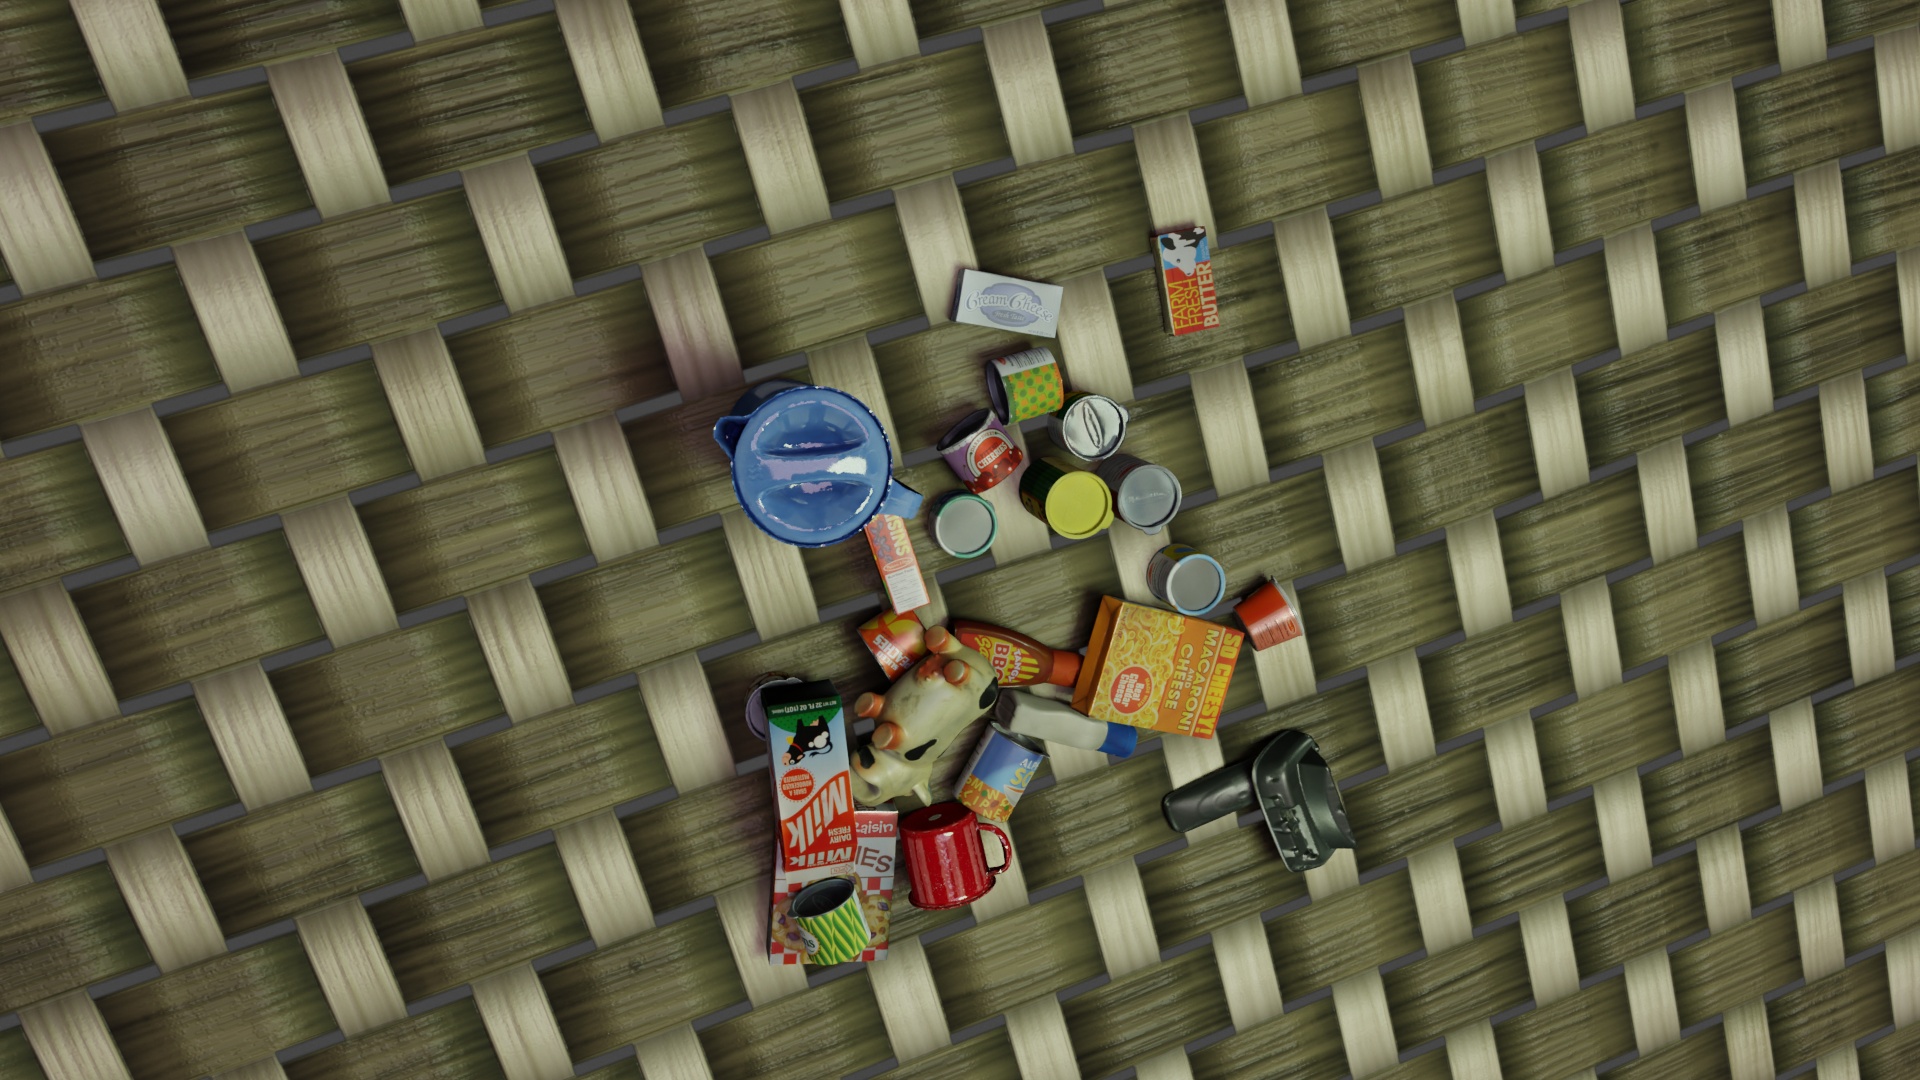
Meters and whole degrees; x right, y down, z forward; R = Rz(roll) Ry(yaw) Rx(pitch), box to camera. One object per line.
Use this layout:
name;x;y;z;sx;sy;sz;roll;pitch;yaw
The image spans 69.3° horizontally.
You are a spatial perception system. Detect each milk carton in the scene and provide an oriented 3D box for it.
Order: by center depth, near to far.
milk carton;-0.145;0.238;1.345;0.072;0.073;0.190;-7;99;-13

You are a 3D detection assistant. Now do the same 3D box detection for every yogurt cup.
yogurt cup;0.325;0.082;1.476;0.054;0.072;0.072;-28;106;2

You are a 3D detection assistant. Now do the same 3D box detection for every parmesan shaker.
parmesan shaker;0.104;-0.042;1.377;0.071;0.103;0.071;-2;101;-13

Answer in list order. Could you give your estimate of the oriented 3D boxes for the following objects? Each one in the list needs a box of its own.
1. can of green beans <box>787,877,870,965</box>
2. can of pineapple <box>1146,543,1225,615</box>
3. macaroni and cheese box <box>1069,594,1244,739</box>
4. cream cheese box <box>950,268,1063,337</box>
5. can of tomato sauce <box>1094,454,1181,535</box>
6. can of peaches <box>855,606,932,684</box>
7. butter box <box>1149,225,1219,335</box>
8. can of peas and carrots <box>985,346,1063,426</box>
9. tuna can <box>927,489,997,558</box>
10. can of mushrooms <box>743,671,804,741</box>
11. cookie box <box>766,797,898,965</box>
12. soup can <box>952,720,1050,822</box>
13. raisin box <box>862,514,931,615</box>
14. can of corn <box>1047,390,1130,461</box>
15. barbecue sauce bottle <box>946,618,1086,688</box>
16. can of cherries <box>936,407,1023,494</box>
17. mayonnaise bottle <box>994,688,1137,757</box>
can of green beans;-0.128;0.378;1.376;0.071;0.071;0.057;-19;106;-9
can of pineapple;0.237;0.041;1.448;0.071;0.058;0.071;-3;101;-13
macaroni and cheese box;0.206;0.133;1.447;0.166;0.040;0.123;14;94;-31
cream cheese box;0.046;-0.233;1.368;0.104;0.024;0.053;7;97;-15
can of tomato sauce;0.177;-0.048;1.404;0.071;0.083;0.071;-3;102;-13
can of peaches;-0.062;0.100;1.380;0.058;0.071;0.071;-33;106;-7
butter box;0.228;-0.262;1.407;0.053;0.024;0.103;-14;103;-10
can of peas and carrots;0.063;-0.150;1.367;0.059;0.071;0.070;-17;104;-10
tuna can;0.005;-0.017;1.394;0.071;0.033;0.071;-3;101;-13
can of mushrooms;-0.181;0.164;1.383;0.071;0.033;0.071;-2;101;-12
cookie box;-0.132;0.348;1.427;0.123;0.040;0.167;2;101;-14
soup can;0.041;0.240;1.433;0.071;0.071;0.083;28;94;-17
raisin box;-0.071;0.002;1.352;0.040;0.086;0.123;-19;105;-4
can of corn;0.128;-0.117;1.392;0.071;0.058;0.071;-3;101;-13
barbecue sauce bottle;0.055;0.123;1.427;0.149;0.044;0.064;11;104;-16
can of cherries;0.020;-0.087;1.365;0.071;0.071;0.058;-39;107;-4
mayonnaise bottle;0.112;0.193;1.446;0.148;0.065;0.041;18;95;-20
